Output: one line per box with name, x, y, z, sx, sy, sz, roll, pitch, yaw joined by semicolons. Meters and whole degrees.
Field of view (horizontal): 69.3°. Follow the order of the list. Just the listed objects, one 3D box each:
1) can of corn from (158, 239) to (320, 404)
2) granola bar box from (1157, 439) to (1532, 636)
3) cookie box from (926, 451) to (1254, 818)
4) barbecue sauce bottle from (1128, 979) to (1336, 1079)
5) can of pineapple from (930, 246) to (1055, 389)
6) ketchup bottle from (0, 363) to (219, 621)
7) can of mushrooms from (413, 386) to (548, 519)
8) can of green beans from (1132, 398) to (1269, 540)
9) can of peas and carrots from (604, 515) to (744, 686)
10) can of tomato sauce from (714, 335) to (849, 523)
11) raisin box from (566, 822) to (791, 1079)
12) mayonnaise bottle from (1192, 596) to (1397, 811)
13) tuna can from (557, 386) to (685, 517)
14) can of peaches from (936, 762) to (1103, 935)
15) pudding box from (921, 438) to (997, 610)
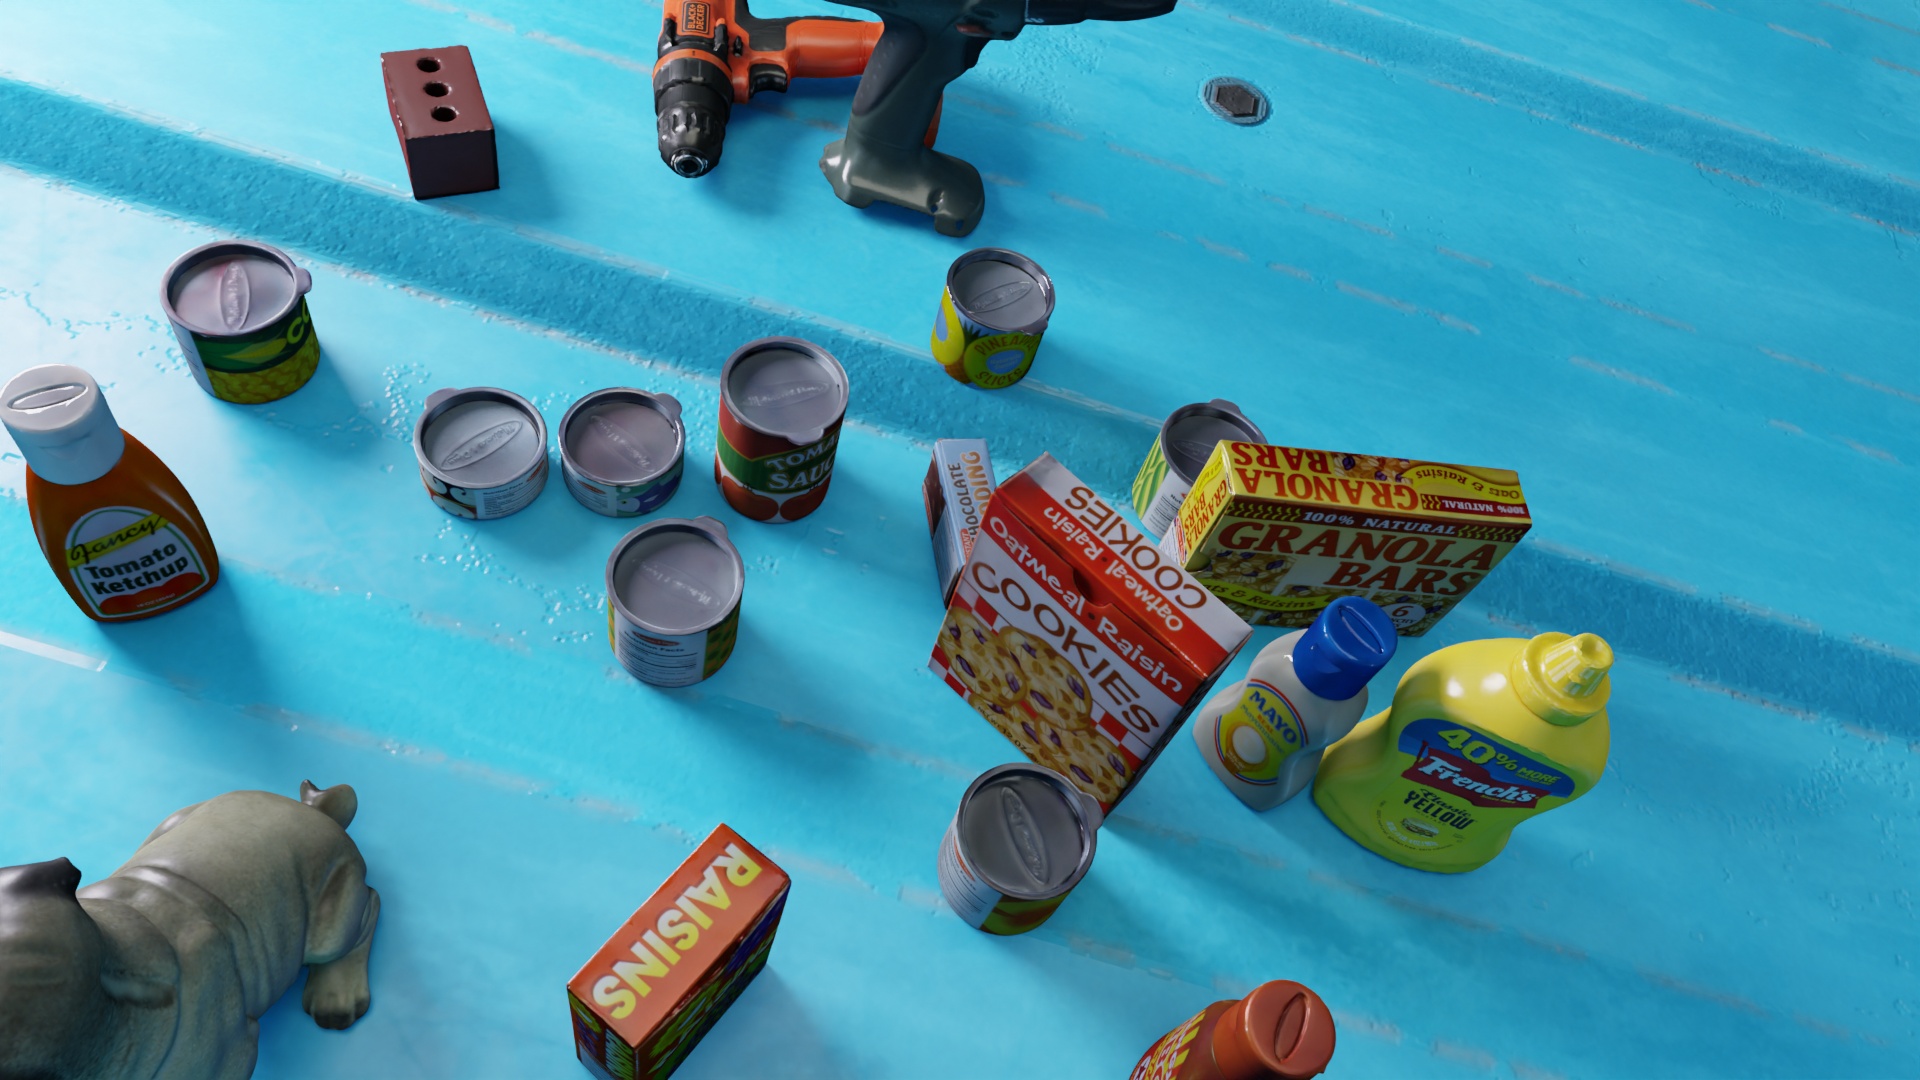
can of corn;-0.376;-0.115;0.733;0.071;0.058;0.071;6;57;-9
granola bar box;0.200;0.003;0.752;0.166;0.123;0.039;5;57;-10
cookie box;0.053;0.052;0.660;0.123;0.166;0.040;42;58;14
barbecue sauce bottle;0.109;0.220;0.575;0.044;0.147;0.065;30;56;7
can of pineapple;0.019;-0.132;0.838;0.071;0.057;0.071;6;57;-9
ketchup bottle;-0.380;-0.019;0.615;0.065;0.148;0.043;-21;65;-24
can of mushrooms;-0.253;-0.048;0.733;0.071;0.033;0.071;6;56;-9
can of green beans;0.139;-0.037;0.804;0.071;0.057;0.071;6;57;-9
can of peas and carrots;-0.142;0.030;0.694;0.071;0.058;0.071;6;57;-9
can of tomato sauce;-0.097;-0.056;0.746;0.071;0.082;0.071;6;57;-9
raisin box;-0.115;0.177;0.565;0.040;0.122;0.086;38;57;12
mayonnaise bottle;0.164;0.078;0.680;0.041;0.147;0.065;-29;68;-27
tuna can;-0.181;-0.049;0.752;0.071;0.032;0.071;6;56;-9
can of peaches;0.028;0.146;0.658;0.071;0.057;0.071;6;57;-9
pudding box;0.003;-0.010;0.759;0.030;0.049;0.084;-3;58;-15
